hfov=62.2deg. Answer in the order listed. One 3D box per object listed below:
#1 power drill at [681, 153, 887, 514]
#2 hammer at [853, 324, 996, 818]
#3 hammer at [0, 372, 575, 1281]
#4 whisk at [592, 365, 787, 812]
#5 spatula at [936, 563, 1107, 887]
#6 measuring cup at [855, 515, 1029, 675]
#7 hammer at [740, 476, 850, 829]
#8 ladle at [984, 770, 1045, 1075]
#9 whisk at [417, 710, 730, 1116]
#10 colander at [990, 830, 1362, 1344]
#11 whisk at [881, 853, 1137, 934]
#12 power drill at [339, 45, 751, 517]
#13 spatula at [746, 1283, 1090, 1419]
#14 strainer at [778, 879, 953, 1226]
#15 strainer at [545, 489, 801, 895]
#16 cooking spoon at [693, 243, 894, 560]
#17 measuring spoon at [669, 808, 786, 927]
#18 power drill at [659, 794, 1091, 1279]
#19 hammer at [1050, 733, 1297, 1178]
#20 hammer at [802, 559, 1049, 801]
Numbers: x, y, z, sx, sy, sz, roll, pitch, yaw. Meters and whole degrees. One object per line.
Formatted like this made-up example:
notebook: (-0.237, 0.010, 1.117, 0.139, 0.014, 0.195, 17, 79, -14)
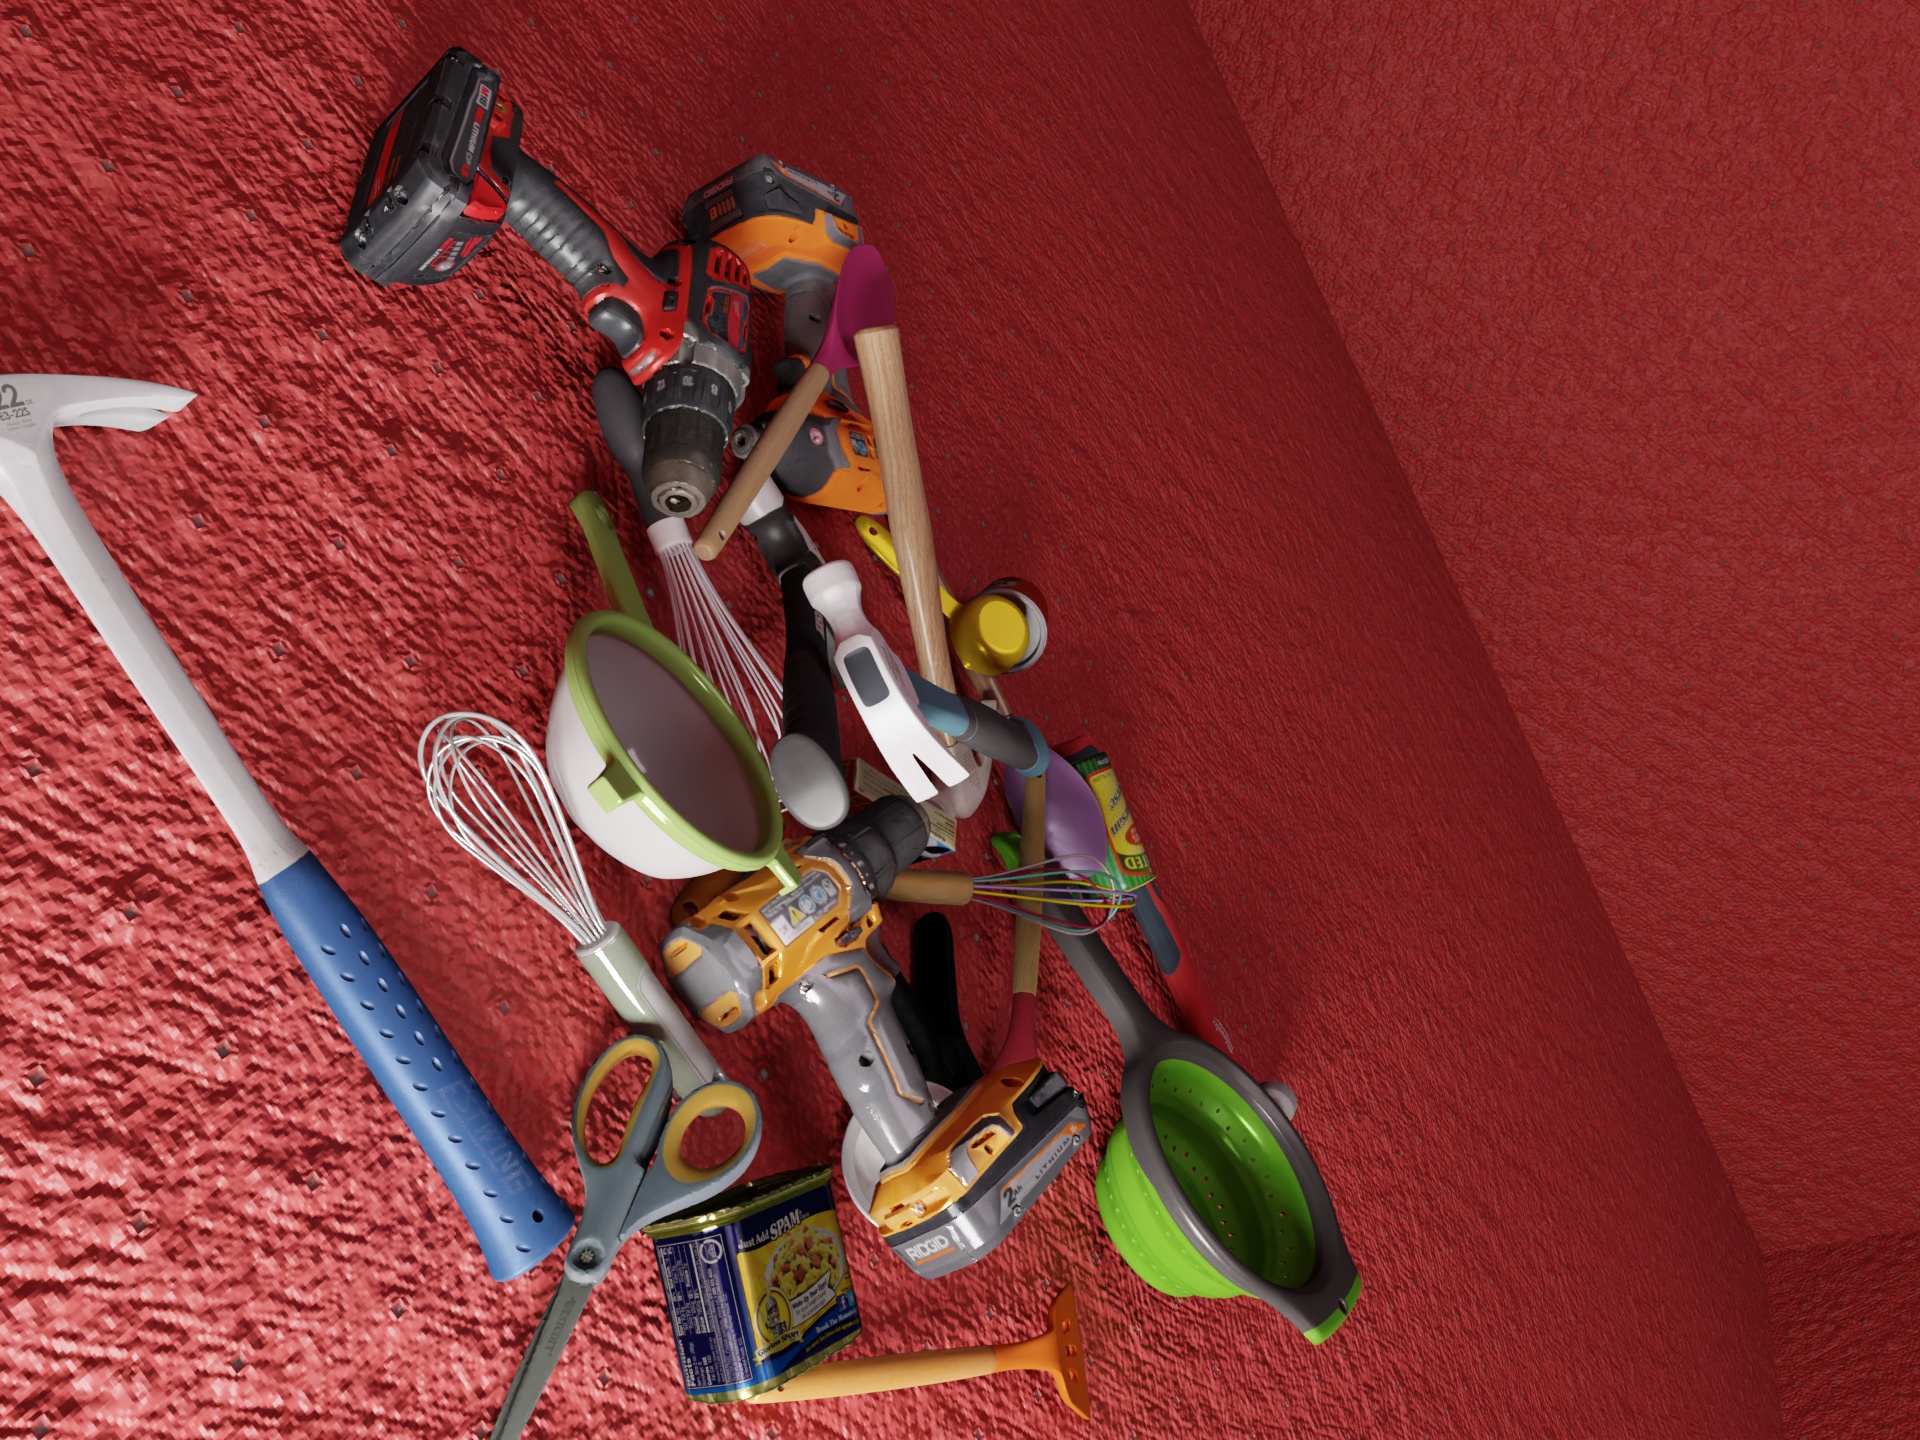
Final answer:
power drill: (-0.113, -0.253, 1.066, 0.164, 0.084, 0.226, -2, 77, -59)
hammer: (-0.026, -0.096, 1.064, 0.130, 0.031, 0.331, -41, 123, -65)
hammer: (-0.272, 0.046, 0.637, 0.405, 0.035, 0.144, 61, 30, -12)
whisk: (-0.154, -0.075, 0.905, 0.070, 0.070, 0.285, -5, 70, -60)
spatula: (0.022, -0.026, 1.169, 0.316, 0.060, 0.018, 62, 3, 2)
measuring cup: (-0.012, -0.096, 1.140, 0.156, 0.029, 0.062, 42, 55, -12)
hammer: (-0.082, -0.029, 0.883, 0.146, 0.035, 0.335, 58, 7, -24)
ladle: (0.043, 0.160, 1.065, 0.069, 0.031, 0.316, 13, 55, -11)
whisk: (-0.176, 0.097, 0.755, 0.246, 0.059, 0.058, 61, 21, -23)
colander: (0.116, 0.260, 1.112, 0.397, 0.094, 0.204, 55, 26, 15)
whisk: (0.017, 0.109, 1.025, 0.244, 0.051, 0.047, 8, 38, -37)
power drill: (-0.207, -0.226, 0.856, 0.226, 0.080, 0.188, 30, 46, -38)
spatula: (-0.007, 0.360, 0.886, 0.322, 0.041, 0.081, 20, 55, -48)
strainer: (-0.058, 0.186, 0.898, 0.087, 0.050, 0.258, -24, 86, -29)
strainer: (-0.179, -0.015, 0.815, 0.151, 0.069, 0.257, 36, 22, -53)
cooking spoon: (-0.097, -0.202, 0.984, 0.068, 0.017, 0.319, 64, 33, -36)
measuring spoon: (-0.126, 0.078, 0.874, 0.021, 0.011, 0.117, 39, 37, 0)
power drill: (-0.030, 0.156, 0.860, 0.226, 0.084, 0.185, 51, 44, 2)
hammer: (0.163, 0.192, 1.269, 0.386, 0.038, 0.143, 63, 31, -9)
hammer: (-0.002, -0.003, 0.985, 0.128, 0.033, 0.330, 66, 13, 15)
